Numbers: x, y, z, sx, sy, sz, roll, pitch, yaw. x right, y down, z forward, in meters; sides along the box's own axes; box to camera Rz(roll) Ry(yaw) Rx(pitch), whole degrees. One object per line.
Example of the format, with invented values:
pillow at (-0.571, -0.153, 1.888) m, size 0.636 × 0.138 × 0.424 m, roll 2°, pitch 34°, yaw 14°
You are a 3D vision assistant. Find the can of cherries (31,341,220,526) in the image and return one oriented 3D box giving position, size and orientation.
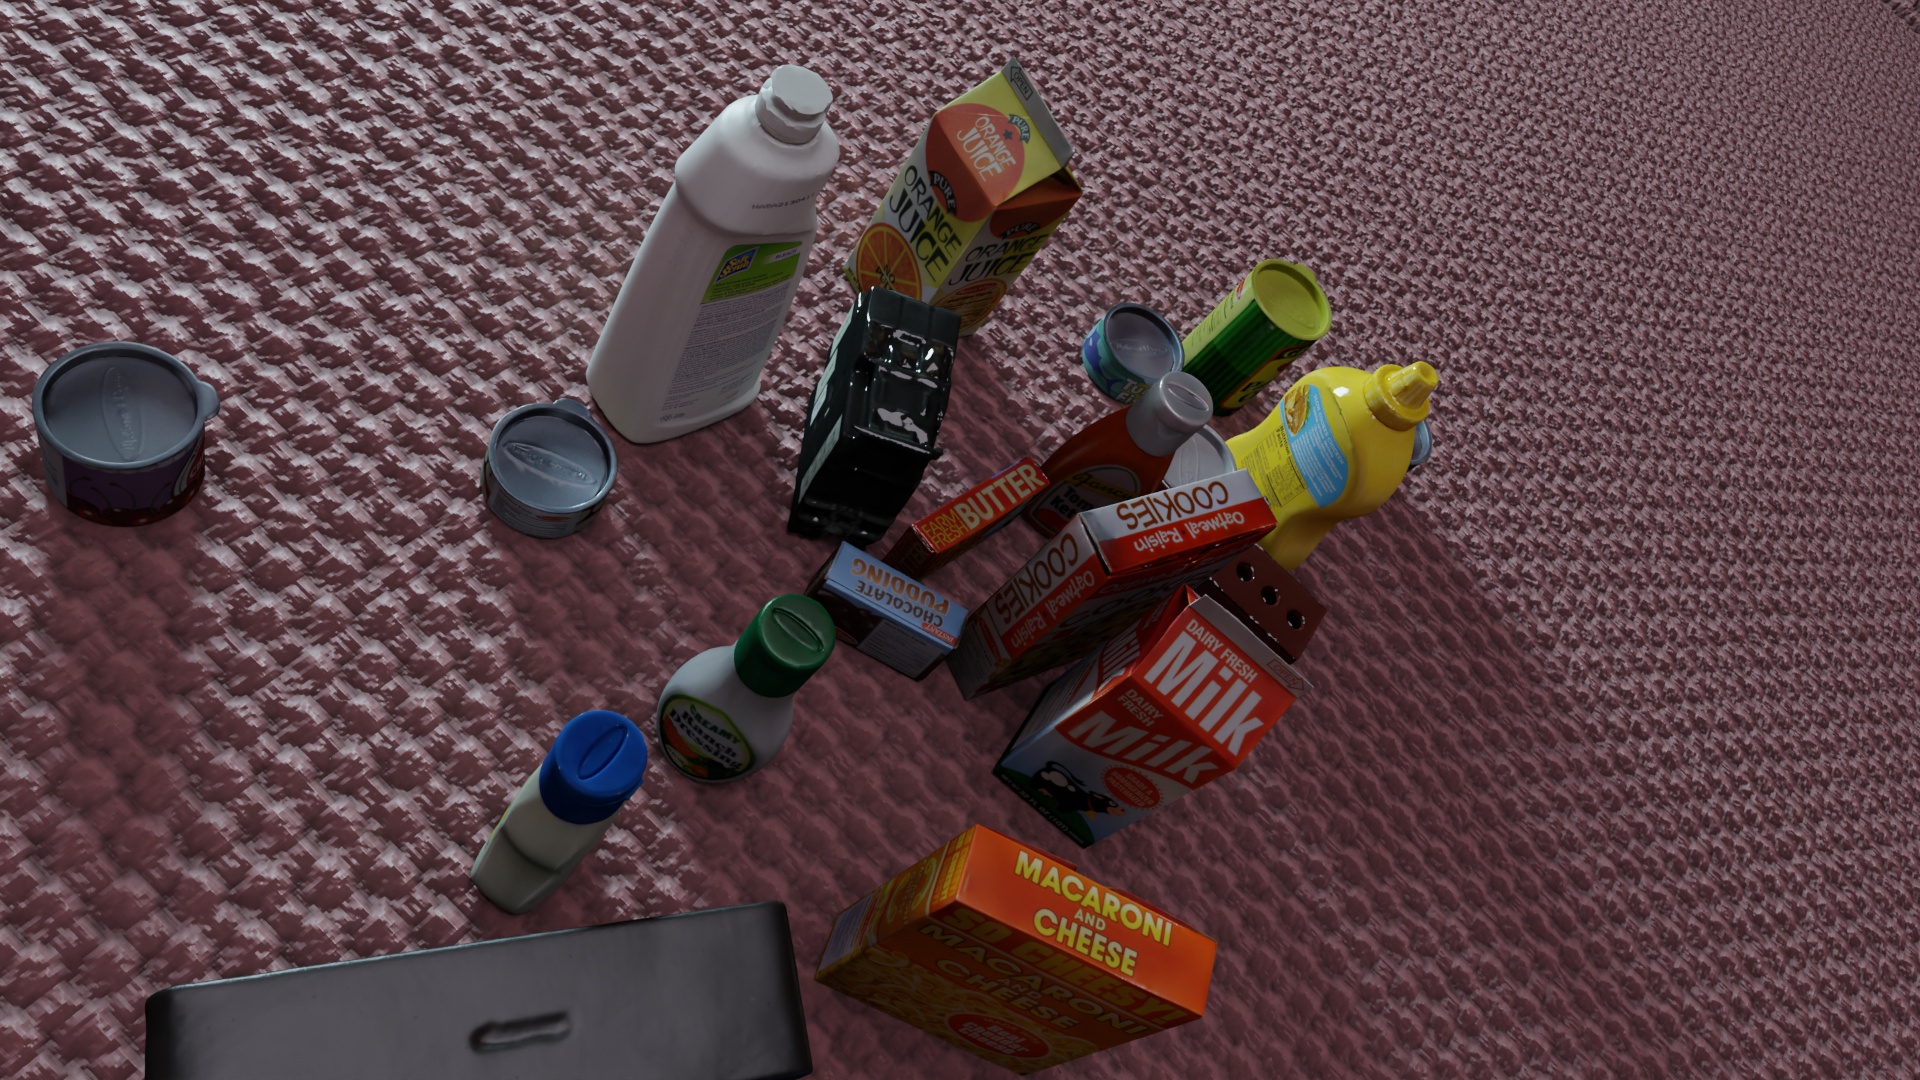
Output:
can of cherries at (-0.379, -0.047, 0.634) m, size 0.071 × 0.058 × 0.072 m, roll 13°, pitch 57°, yaw -22°

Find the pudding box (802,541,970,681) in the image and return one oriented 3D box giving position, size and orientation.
pudding box at (-0.044, 0.040, 0.771) m, size 0.084 × 0.049 × 0.030 m, roll 29°, pitch 53°, yaw -11°

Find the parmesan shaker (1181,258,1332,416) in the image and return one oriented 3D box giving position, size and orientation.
parmesan shaker at (0.203, -0.142, 0.977) m, size 0.071 × 0.102 × 0.071 m, roll 13°, pitch 57°, yaw -22°

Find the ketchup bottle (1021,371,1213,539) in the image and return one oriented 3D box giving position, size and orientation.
ketchup bottle at (0.096, -0.048, 0.835) m, size 0.065 × 0.148 × 0.044 m, roll 28°, pitch 53°, yaw -12°

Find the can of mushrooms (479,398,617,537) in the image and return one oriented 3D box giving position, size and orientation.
can of mushrooms at (-0.217, -0.038, 0.733) m, size 0.071 × 0.033 × 0.071 m, roll 13°, pitch 57°, yaw -22°

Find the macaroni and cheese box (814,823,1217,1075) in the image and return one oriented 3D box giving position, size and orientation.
macaroni and cheese box at (0.020, 0.193, 0.641) m, size 0.124 × 0.165 × 0.040 m, roll 28°, pitch 53°, yaw -12°

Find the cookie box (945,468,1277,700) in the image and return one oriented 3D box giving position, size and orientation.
cookie box at (0.079, 0.027, 0.770) m, size 0.123 × 0.166 × 0.040 m, roll -15°, pitch 71°, yaw -34°

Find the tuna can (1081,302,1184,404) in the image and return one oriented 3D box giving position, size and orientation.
tuna can at (0.121, -0.128, 0.969) m, size 0.071 × 0.032 × 0.071 m, roll 13°, pitch 57°, yaw -22°

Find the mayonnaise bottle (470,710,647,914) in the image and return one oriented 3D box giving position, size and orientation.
mayonnaise bottle at (-0.170, 0.114, 0.596) m, size 0.041 × 0.147 × 0.065 m, roll 39°, pitch 52°, yaw -3°

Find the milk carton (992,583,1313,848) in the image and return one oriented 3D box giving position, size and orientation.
milk carton at (0.101, 0.089, 0.731) m, size 0.072 × 0.189 × 0.074 m, roll 40°, pitch 52°, yaw -3°

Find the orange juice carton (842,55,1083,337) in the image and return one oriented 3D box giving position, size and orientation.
orange juice carton at (0.006, -0.201, 0.848) m, size 0.073 × 0.191 × 0.072 m, roll -20°, pitch 74°, yaw -35°

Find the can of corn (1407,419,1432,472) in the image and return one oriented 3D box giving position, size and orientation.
can of corn at (0.298, -0.069, 1.015) m, size 0.071 × 0.058 × 0.071 m, roll 13°, pitch 57°, yaw -22°

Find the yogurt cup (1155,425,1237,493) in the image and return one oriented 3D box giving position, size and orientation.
yogurt cup at (0.140, -0.040, 0.915) m, size 0.072 × 0.053 × 0.073 m, roll 13°, pitch 57°, yaw -22°

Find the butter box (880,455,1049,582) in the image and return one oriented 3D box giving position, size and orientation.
butter box at (0.003, -0.010, 0.823) m, size 0.104 × 0.053 × 0.024 m, roll -32°, pitch 81°, yaw -38°

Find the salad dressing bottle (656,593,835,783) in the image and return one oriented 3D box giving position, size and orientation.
salad dressing bottle at (-0.102, 0.071, 0.659) m, size 0.064 × 0.147 × 0.044 m, roll 40°, pitch 52°, yaw -2°
